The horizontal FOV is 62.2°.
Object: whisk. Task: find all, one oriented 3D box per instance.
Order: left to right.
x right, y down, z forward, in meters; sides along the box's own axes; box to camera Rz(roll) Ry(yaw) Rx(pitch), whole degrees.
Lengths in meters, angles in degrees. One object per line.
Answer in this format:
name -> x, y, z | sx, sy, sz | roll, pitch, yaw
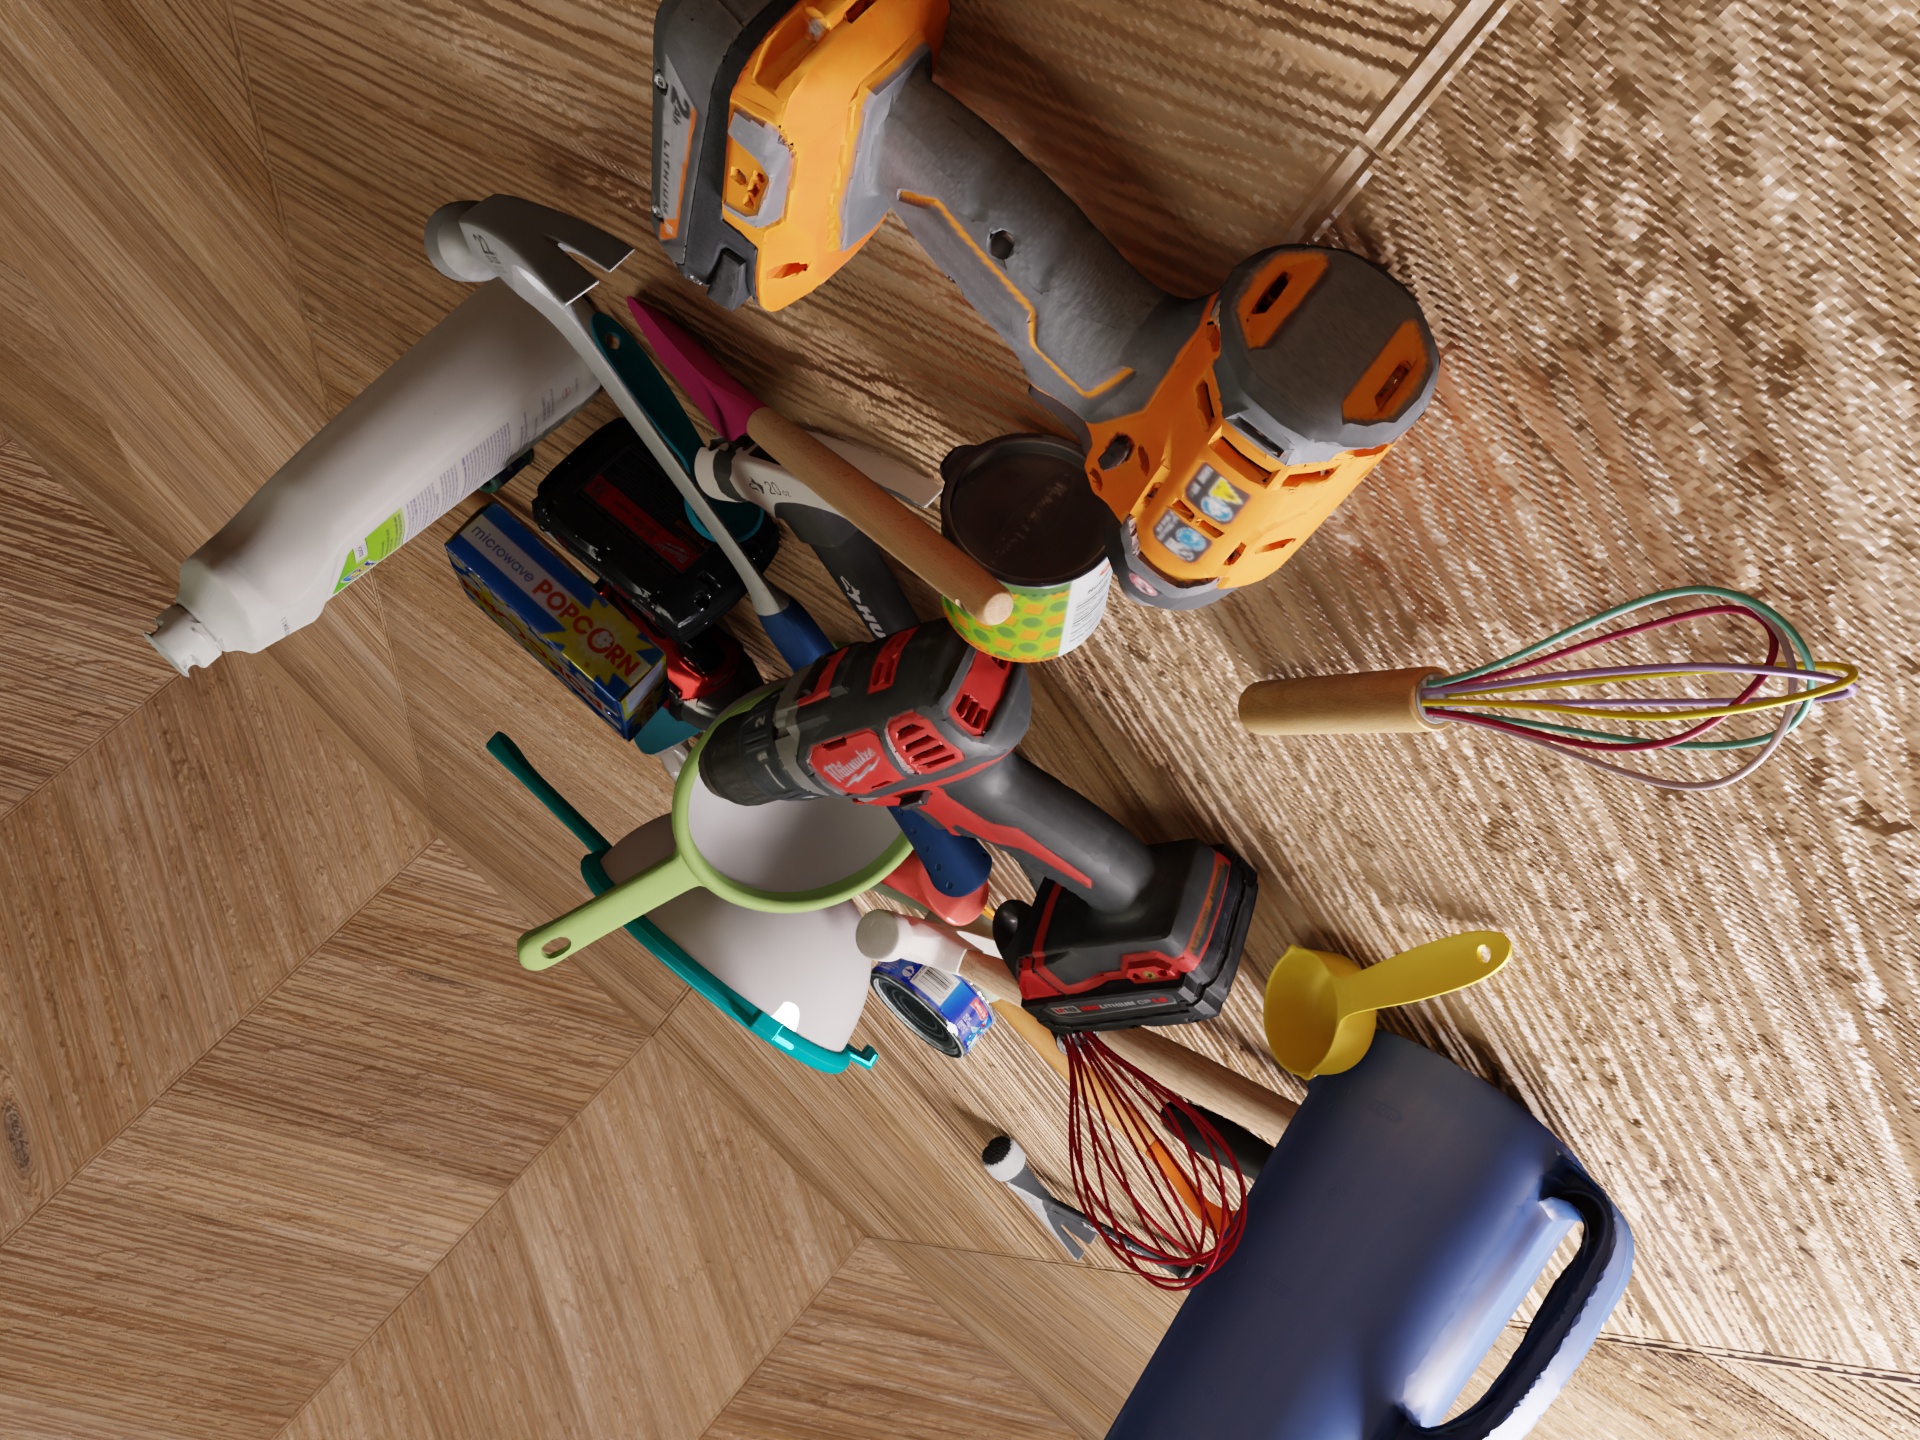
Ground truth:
whisk -> 0.065, 0.172, 0.804 | 0.073, 0.073, 0.296 | 56, -179, -29
whisk -> 0.199, 0.276, 0.942 | 0.239, 0.055, 0.055 | 16, 146, 55
whisk -> 0.160, -0.008, 0.496 | 0.051, 0.047, 0.245 | 48, 161, -16

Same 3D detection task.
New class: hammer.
hammer -> -0.090, -0.060, 0.732 | 0.144, 0.035, 0.405 | 24, 153, 53
hammer -> -0.096, 0.079, 1.071 | 0.359, 0.037, 0.149 | 17, 149, 52
hammer -> -0.001, -0.003, 0.789 | 0.146, 0.035, 0.334 | 15, 145, 50
hammer -> 0.101, 0.188, 0.920 | 0.331, 0.031, 0.130 | 23, 180, 27
hammer -> 0.179, 0.458, 1.319 | 0.409, 0.036, 0.149 | 9, 141, 54

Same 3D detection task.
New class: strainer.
strainer -> -0.174, 0.084, 1.027 | 0.341, 0.095, 0.210 | 39, 176, 23
strainer -> -0.138, 0.056, 0.896 | 0.151, 0.256, 0.069 | 61, 180, -37

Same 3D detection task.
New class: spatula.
spatula -> -0.276, -0.098, 1.064 | 0.318, 0.082, 0.044 | 39, 142, 25
spatula -> 0.116, 0.260, 1.062 | 0.323, 0.041, 0.081 | 41, -167, 23

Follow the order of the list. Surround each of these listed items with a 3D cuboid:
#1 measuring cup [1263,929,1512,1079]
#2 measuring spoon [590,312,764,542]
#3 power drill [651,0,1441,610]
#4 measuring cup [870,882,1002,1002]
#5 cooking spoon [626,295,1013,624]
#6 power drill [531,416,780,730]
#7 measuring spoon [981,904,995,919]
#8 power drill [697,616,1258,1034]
measuring cup -> 0.188, 0.116, 0.687 | 0.029, 0.062, 0.156 | 8, 156, -26
measuring spoon -> -0.144, -0.141, 0.779 | 0.021, 0.042, 0.128 | -20, 108, 51
power drill -> 0.015, -0.123, 0.485 | 0.226, 0.084, 0.164 | 38, 158, 3
measuring cup -> -0.028, 0.143, 1.091 | 0.168, 0.038, 0.083 | 20, 149, 40
cooking spoon -> -0.068, -0.110, 0.636 | 0.319, 0.017, 0.068 | 43, 167, 47
power drill -> -0.160, -0.063, 0.900 | 0.143, 0.078, 0.219 | 39, 161, 9
measuring spoon -> -0.020, 0.090, 1.026 | 0.117, 0.011, 0.021 | 38, 161, 3
power drill -> 0.003, 0.051, 0.715 | 0.226, 0.080, 0.188 | 41, 144, -26
